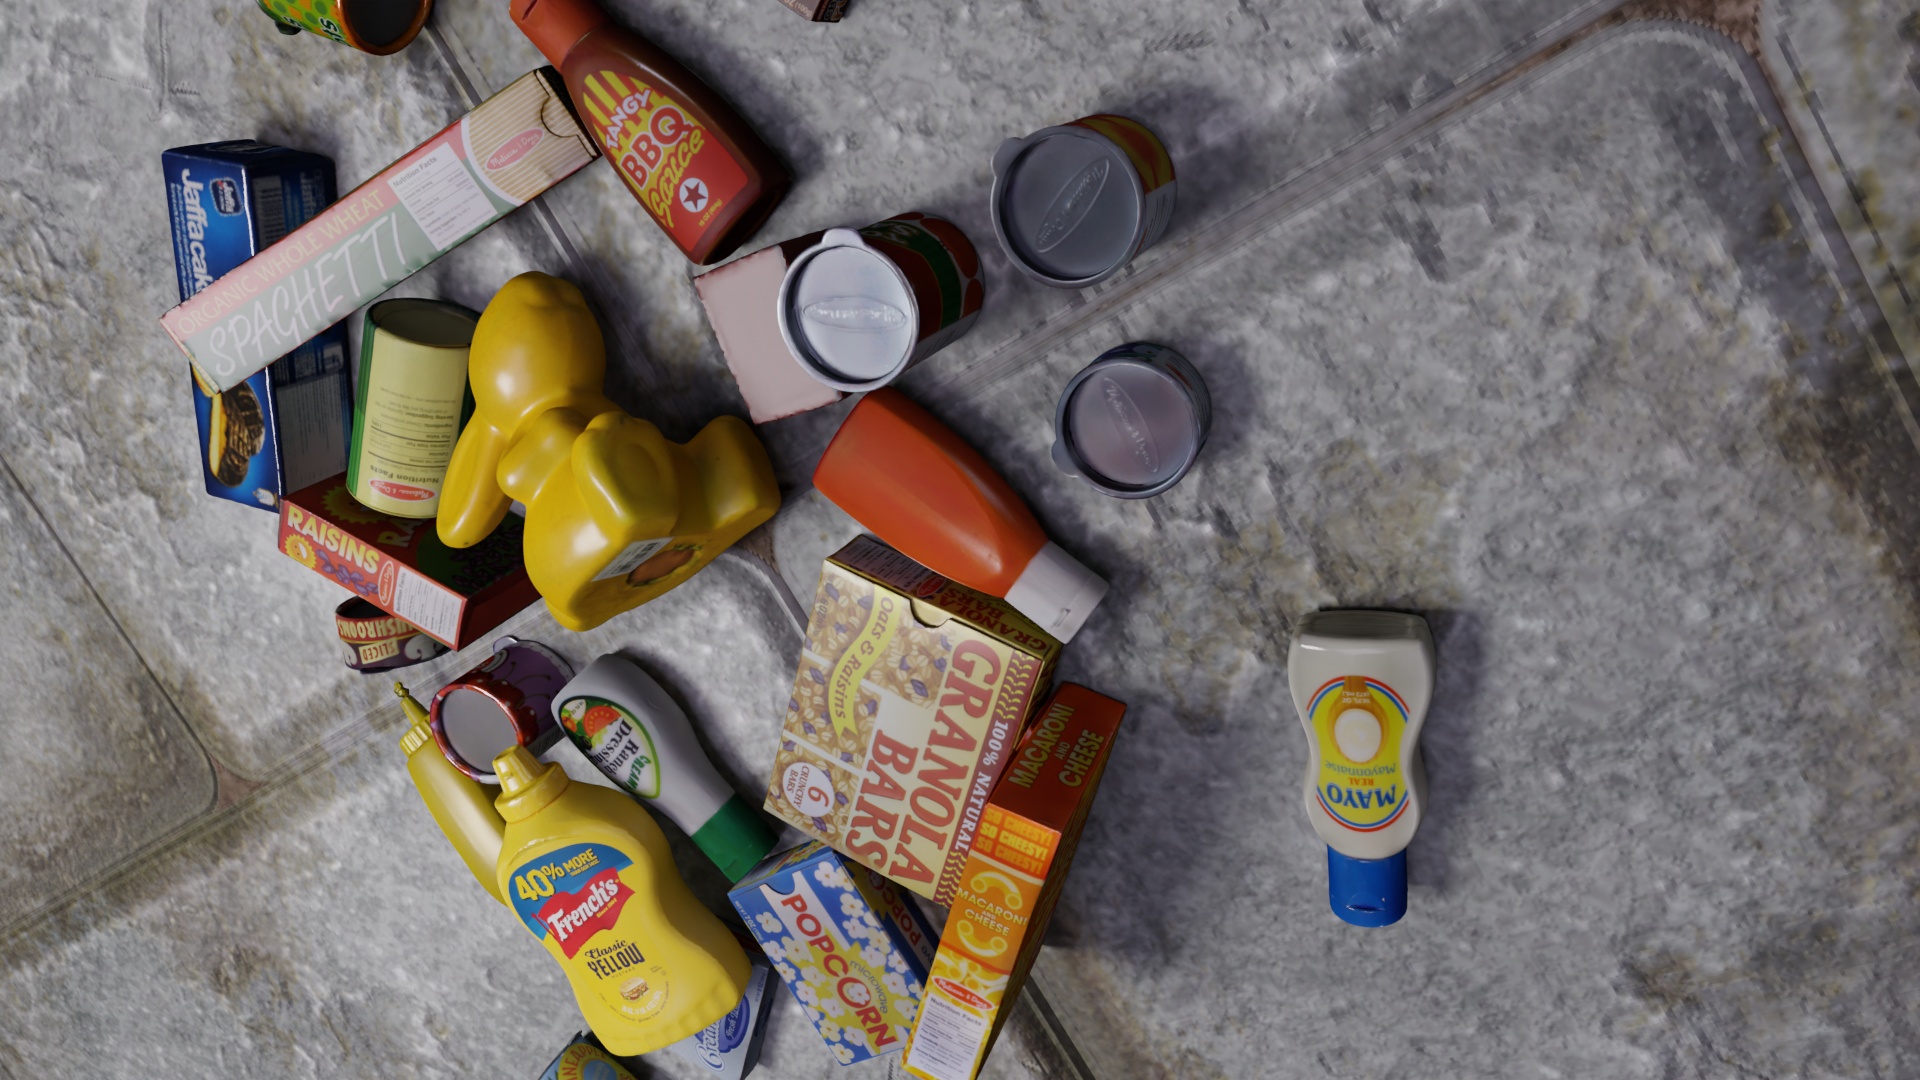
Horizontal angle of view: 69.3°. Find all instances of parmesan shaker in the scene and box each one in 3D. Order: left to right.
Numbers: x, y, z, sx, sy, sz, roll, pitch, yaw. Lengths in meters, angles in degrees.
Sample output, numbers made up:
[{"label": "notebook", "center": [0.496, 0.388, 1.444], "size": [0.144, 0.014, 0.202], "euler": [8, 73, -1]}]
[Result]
[{"label": "parmesan shaker", "center": [-0.291, -0.072, 0.756], "size": [0.071, 0.071, 0.102], "euler": [25, 117, 12]}]

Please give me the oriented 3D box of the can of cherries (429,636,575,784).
[{"label": "can of cherries", "center": [-0.268, 0.099, 0.816], "size": [0.071, 0.059, 0.071], "euler": [8, 113, 19]}]

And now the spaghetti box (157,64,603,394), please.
[{"label": "spaghetti box", "center": [-0.295, -0.155, 0.704], "size": [0.250, 0.029, 0.050], "euler": [-27, 110, 13]}]

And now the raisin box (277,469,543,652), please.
[{"label": "raisin box", "center": [-0.301, 0.003, 0.776], "size": [0.123, 0.086, 0.040], "euler": [27, 120, 11]}]

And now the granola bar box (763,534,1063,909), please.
[{"label": "granola bar box", "center": [-0.028, 0.097, 0.724], "size": [0.124, 0.039, 0.164], "euler": [24, 117, 16]}]

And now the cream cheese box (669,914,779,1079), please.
[{"label": "cream cheese box", "center": [-0.145, 0.284, 0.858], "size": [0.053, 0.024, 0.103], "euler": [23, 117, 14]}]

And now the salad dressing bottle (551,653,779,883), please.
[{"label": "salad dressing bottle", "center": [-0.167, 0.131, 0.796], "size": [0.147, 0.044, 0.064], "euler": [45, 122, 0]}]

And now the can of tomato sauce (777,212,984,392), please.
[{"label": "can of tomato sauce", "center": [-0.034, -0.111, 0.623], "size": [0.071, 0.083, 0.071], "euler": [8, 113, 19]}]

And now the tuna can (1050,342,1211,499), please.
[{"label": "tuna can", "center": [0.077, -0.053, 0.629], "size": [0.071, 0.033, 0.070], "euler": [8, 113, 19]}]

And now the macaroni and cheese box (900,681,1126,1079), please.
[{"label": "macaroni and cheese box", "center": [0.027, 0.169, 0.685], "size": [0.040, 0.124, 0.165], "euler": [21, 116, 12]}]

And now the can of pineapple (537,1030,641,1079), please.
[{"label": "can of pineapple", "center": [-0.247, 0.368, 0.909], "size": [0.058, 0.071, 0.070], "euler": [33, 119, 7]}]

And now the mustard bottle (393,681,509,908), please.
[{"label": "mustard bottle", "center": [-0.295, 0.149, 0.847], "size": [0.048, 0.065, 0.160], "euler": [-42, 86, 21]}]

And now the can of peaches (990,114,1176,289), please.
[{"label": "can of peaches", "center": [0.052, -0.147, 0.589], "size": [0.071, 0.058, 0.071], "euler": [8, 113, 20]}]

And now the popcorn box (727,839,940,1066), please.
[{"label": "popcorn box", "center": [-0.063, 0.232, 0.796], "size": [0.085, 0.038, 0.126], "euler": [-28, 98, 30]}]

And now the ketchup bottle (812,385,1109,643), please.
[{"label": "ketchup bottle", "center": [0.002, -0.008, 0.671], "size": [0.149, 0.044, 0.064], "euler": [38, 120, 5]}]

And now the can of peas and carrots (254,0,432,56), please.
[{"label": "can of peas and carrots", "center": [-0.303, -0.275, 0.679], "size": [0.059, 0.071, 0.070], "euler": [22, 117, 12]}]

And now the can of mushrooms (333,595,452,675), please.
[{"label": "can of mushrooms", "center": [-0.331, 0.050, 0.816], "size": [0.071, 0.071, 0.033], "euler": [2, 109, 22]}]

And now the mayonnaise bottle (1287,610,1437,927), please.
[{"label": "mayonnaise bottle", "center": [0.187, 0.106, 0.642], "size": [0.065, 0.041, 0.147], "euler": [0, 109, 21]}]

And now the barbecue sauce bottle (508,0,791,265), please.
[{"label": "barbecue sauce bottle", "center": [-0.150, -0.204, 0.657], "size": [0.148, 0.044, 0.064], "euler": [48, 119, -1]}]

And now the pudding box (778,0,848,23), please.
[{"label": "pudding box", "center": [-0.082, -0.271, 0.611], "size": [0.084, 0.030, 0.049], "euler": [35, 118, 6]}]
